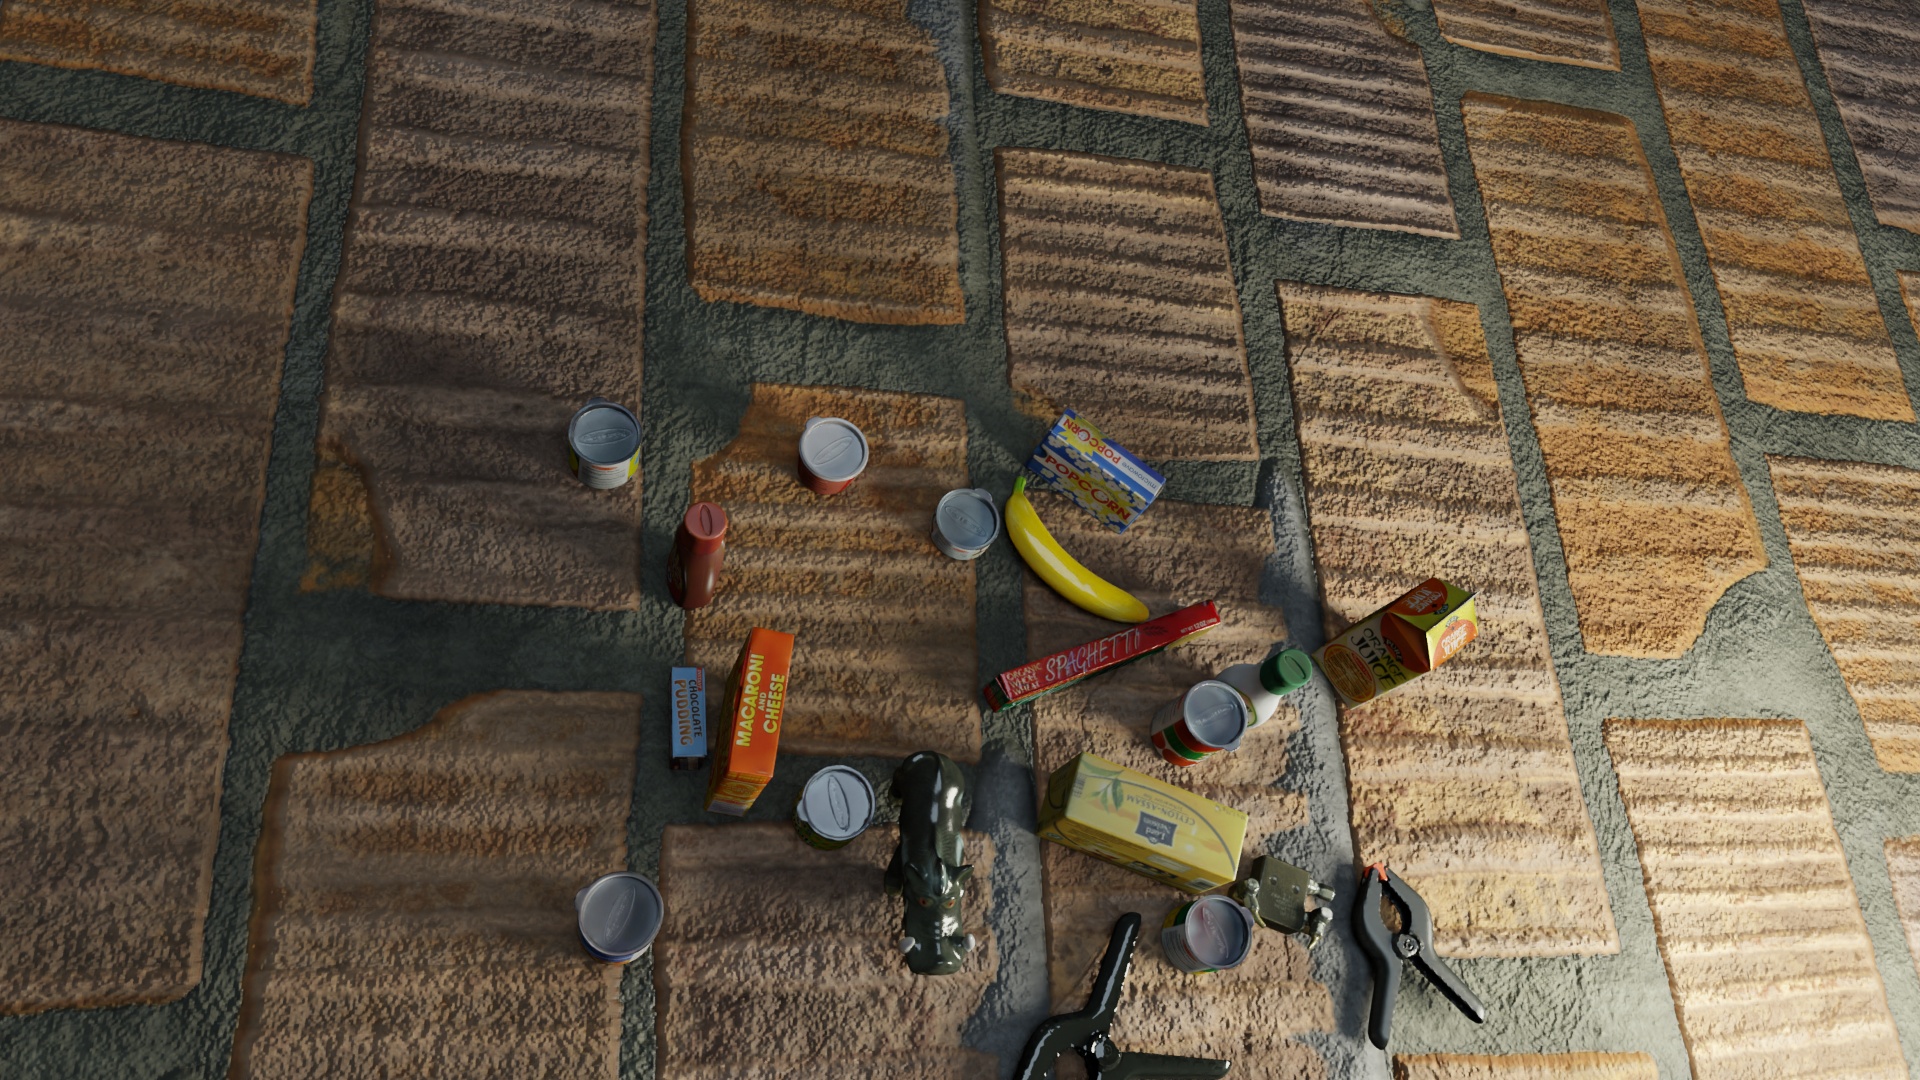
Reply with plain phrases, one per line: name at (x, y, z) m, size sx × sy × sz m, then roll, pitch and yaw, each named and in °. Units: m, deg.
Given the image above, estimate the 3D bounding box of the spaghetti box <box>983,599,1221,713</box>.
spaghetti box at (0.141, 0.113, 1.367) m, size 0.251 × 0.050 × 0.029 m, roll -17°, pitch 74°, yaw -23°

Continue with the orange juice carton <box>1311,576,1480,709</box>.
orange juice carton at (0.440, 0.099, 1.384) m, size 0.072 × 0.192 × 0.073 m, roll -29°, pitch 79°, yaw -25°

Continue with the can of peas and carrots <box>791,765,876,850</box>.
can of peas and carrots at (-0.115, 0.239, 1.232) m, size 0.071 × 0.058 × 0.071 m, roll 6°, pitch 67°, yaw -14°

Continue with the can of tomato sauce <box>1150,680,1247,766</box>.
can of tomato sauce at (0.232, 0.180, 1.348) m, size 0.071 × 0.082 × 0.071 m, roll 6°, pitch 67°, yaw -14°

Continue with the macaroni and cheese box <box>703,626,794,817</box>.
macaroni and cheese box at (-0.182, 0.158, 1.185) m, size 0.040 × 0.165 × 0.124 m, roll 12°, pitch 65°, yaw -12°

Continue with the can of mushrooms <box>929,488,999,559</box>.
can of mushrooms at (0.005, -0.017, 1.390) m, size 0.071 × 0.033 × 0.071 m, roll 6°, pitch 66°, yaw -14°

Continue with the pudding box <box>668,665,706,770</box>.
pudding box at (-0.243, 0.158, 1.232) m, size 0.030 × 0.049 × 0.084 m, roll 1°, pitch 68°, yaw -16°

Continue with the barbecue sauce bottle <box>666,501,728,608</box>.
barbecue sauce bottle at (-0.235, 0.009, 1.242) m, size 0.044 × 0.148 × 0.065 m, roll -6°, pitch 70°, yaw -19°

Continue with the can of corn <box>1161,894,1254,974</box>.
can of corn at (0.229, 0.364, 1.283) m, size 0.071 × 0.058 × 0.071 m, roll 6°, pitch 67°, yaw -14°

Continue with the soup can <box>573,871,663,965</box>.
soup can at (-0.282, 0.309, 1.137) m, size 0.071 × 0.083 × 0.071 m, roll 6°, pitch 67°, yaw -14°

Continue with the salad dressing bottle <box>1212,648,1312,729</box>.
salad dressing bottle at (0.289, 0.142, 1.345) m, size 0.044 × 0.147 × 0.064 m, roll -37°, pitch 83°, yaw -26°

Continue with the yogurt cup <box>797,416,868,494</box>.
yogurt cup at (-0.129, -0.080, 1.365) m, size 0.072 × 0.053 × 0.072 m, roll 6°, pitch 67°, yaw -14°

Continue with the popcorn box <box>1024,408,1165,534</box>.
popcorn box at (0.137, -0.069, 1.423) m, size 0.127 × 0.085 × 0.038 m, roll 36°, pitch 63°, yaw 0°

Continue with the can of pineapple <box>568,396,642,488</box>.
can of pineapple at (-0.334, -0.091, 1.305) m, size 0.071 × 0.057 × 0.071 m, roll 6°, pitch 67°, yaw -14°
